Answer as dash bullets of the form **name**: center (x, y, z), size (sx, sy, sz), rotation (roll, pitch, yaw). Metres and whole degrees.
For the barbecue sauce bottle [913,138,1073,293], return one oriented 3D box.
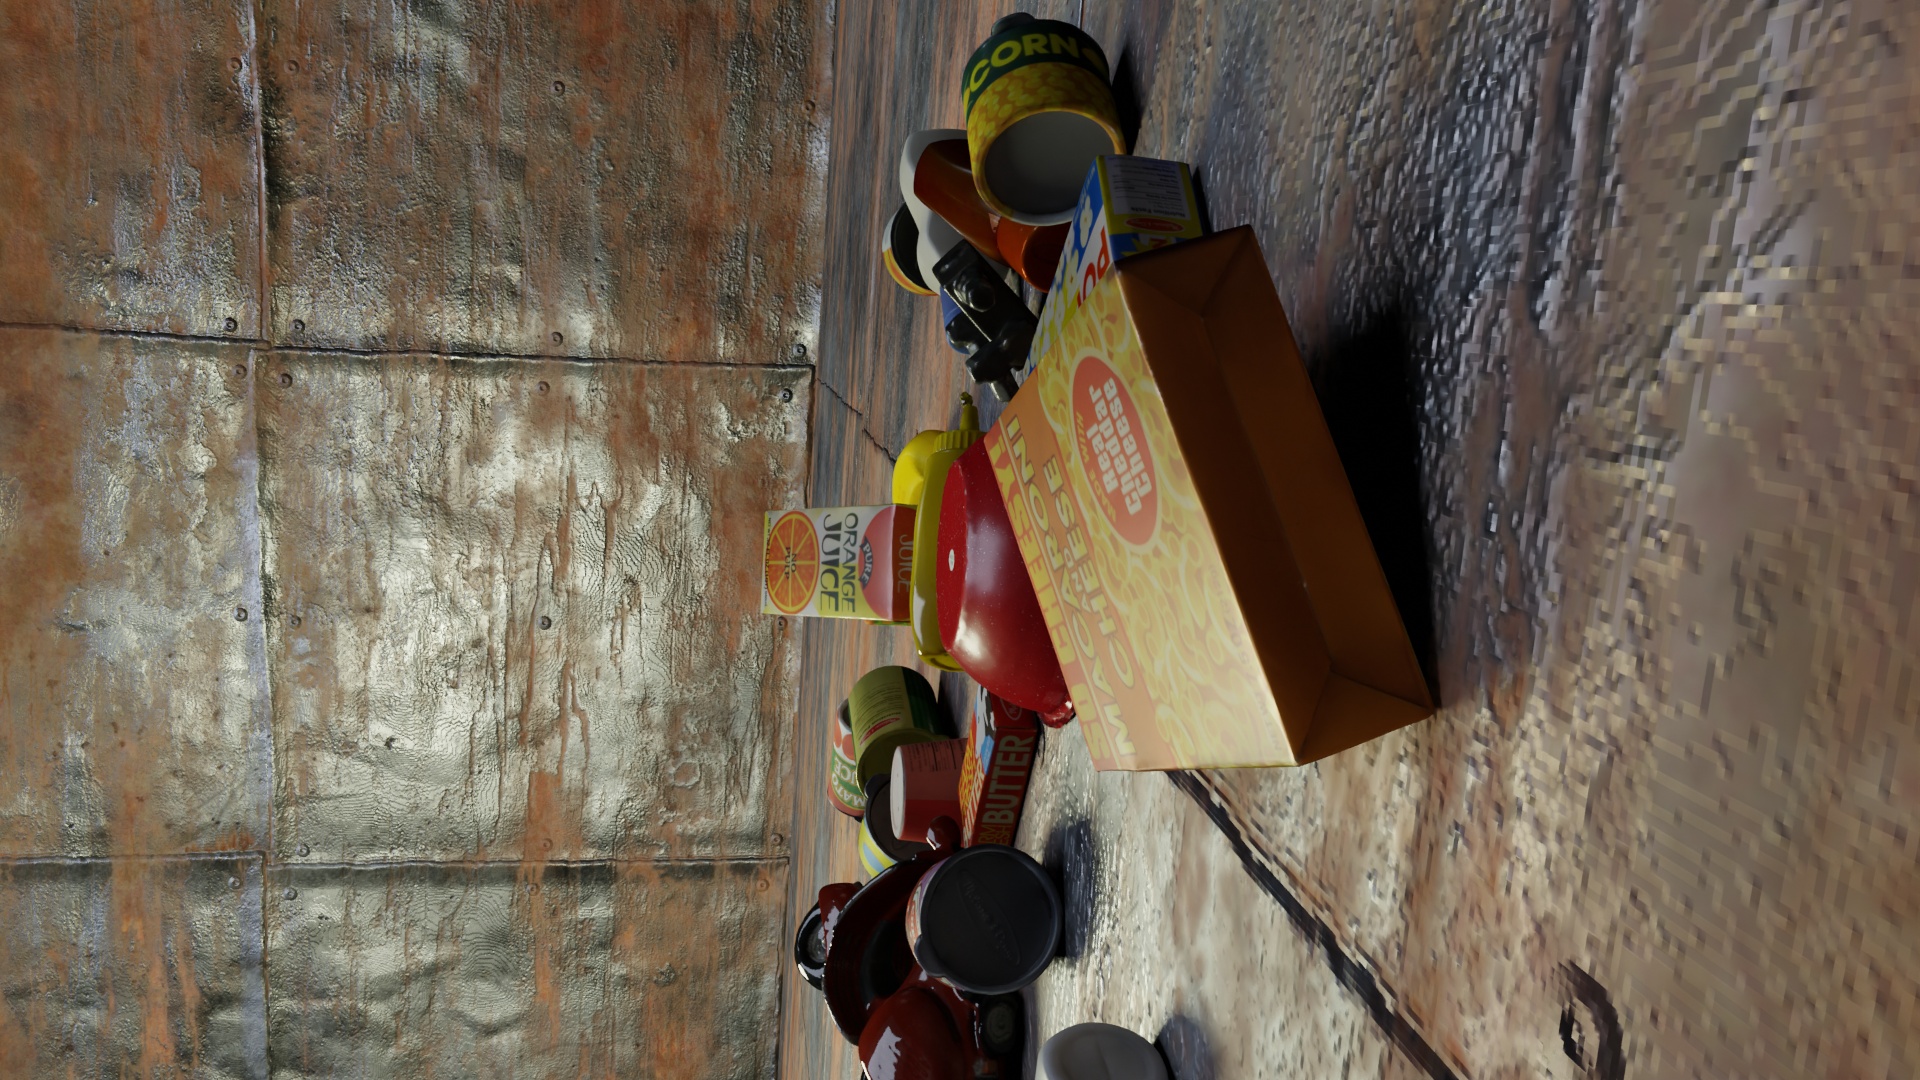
- **barbecue sauce bottle**: center (0.024, -0.162, 0.687), size (0.149, 0.065, 0.043), rotation (-122, 46, -58)

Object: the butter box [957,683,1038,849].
- **butter box**: center (0.019, 0.118, 0.743), size (0.053, 0.024, 0.103), rotation (-99, 16, -53)

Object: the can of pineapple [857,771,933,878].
- **can of pineapple**: center (-0.032, 0.184, 0.892), size (0.057, 0.071, 0.071), rotation (108, 162, -58)

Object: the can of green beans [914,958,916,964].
- **can of green beans**: center (-0.029, 0.285, 0.855), size (0.057, 0.071, 0.071), rotation (118, 153, -69)

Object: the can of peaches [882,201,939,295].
- **can of peaches**: center (-0.014, -0.192, 0.905), size (0.058, 0.071, 0.071), rotation (-144, 58, -78)

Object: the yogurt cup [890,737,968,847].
- **yogurt cup**: center (-0.011, 0.149, 0.823), size (0.072, 0.054, 0.072), rotation (-176, 88, -79)

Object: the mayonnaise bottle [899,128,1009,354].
- **mayonnaise bottle**: center (0.001, -0.179, 0.822), size (0.041, 0.065, 0.149), rotation (110, 157, -57)

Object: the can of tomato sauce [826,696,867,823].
- **can of tomato sauce**: center (-0.074, 0.177, 1.140), size (0.071, 0.071, 0.082), rotation (-105, 20, -60)

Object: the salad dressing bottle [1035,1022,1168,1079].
- **salad dressing bottle**: center (0.044, 0.248, 0.506), size (0.064, 0.044, 0.147), rotation (-114, 27, -65)

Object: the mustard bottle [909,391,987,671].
- **mustard bottle**: center (0.003, -0.010, 0.772), size (0.065, 0.049, 0.160), rotation (40, -131, -66)

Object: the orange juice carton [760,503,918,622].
- **orange juice carton**: center (-0.046, 0.016, 0.885), size (0.192, 0.073, 0.072), rotation (-1, 86, 51)

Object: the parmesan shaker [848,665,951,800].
- **parmesan shaker**: center (-0.041, 0.137, 0.979), size (0.103, 0.071, 0.071), rotation (-111, 25, -69)

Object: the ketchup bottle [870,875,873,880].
- **ketchup bottle**: center (-0.039, 0.237, 0.990), size (0.148, 0.043, 0.065), rotation (121, 151, -71)

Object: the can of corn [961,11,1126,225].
- **can of corn**: center (0.034, -0.180, 0.597), size (0.070, 0.071, 0.058), rotation (105, 163, -52)

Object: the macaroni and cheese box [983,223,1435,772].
- **macaroni and cheese box**: center (0.058, 0.002, 0.395), size (0.166, 0.040, 0.124), rotation (133, 119, -76)

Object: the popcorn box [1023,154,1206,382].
- **popcorn box**: center (0.057, -0.068, 0.521), size (0.126, 0.038, 0.085), rotation (107, 161, -56)

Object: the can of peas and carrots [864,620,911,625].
- **can of peas and carrots**: center (-0.038, 0.029, 0.996), size (0.071, 0.059, 0.071), rotation (-176, 88, -80)

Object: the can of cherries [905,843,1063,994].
- **can of cherries**: center (0.007, 0.179, 0.654), size (0.058, 0.071, 0.071), rotation (121, 150, -71)
